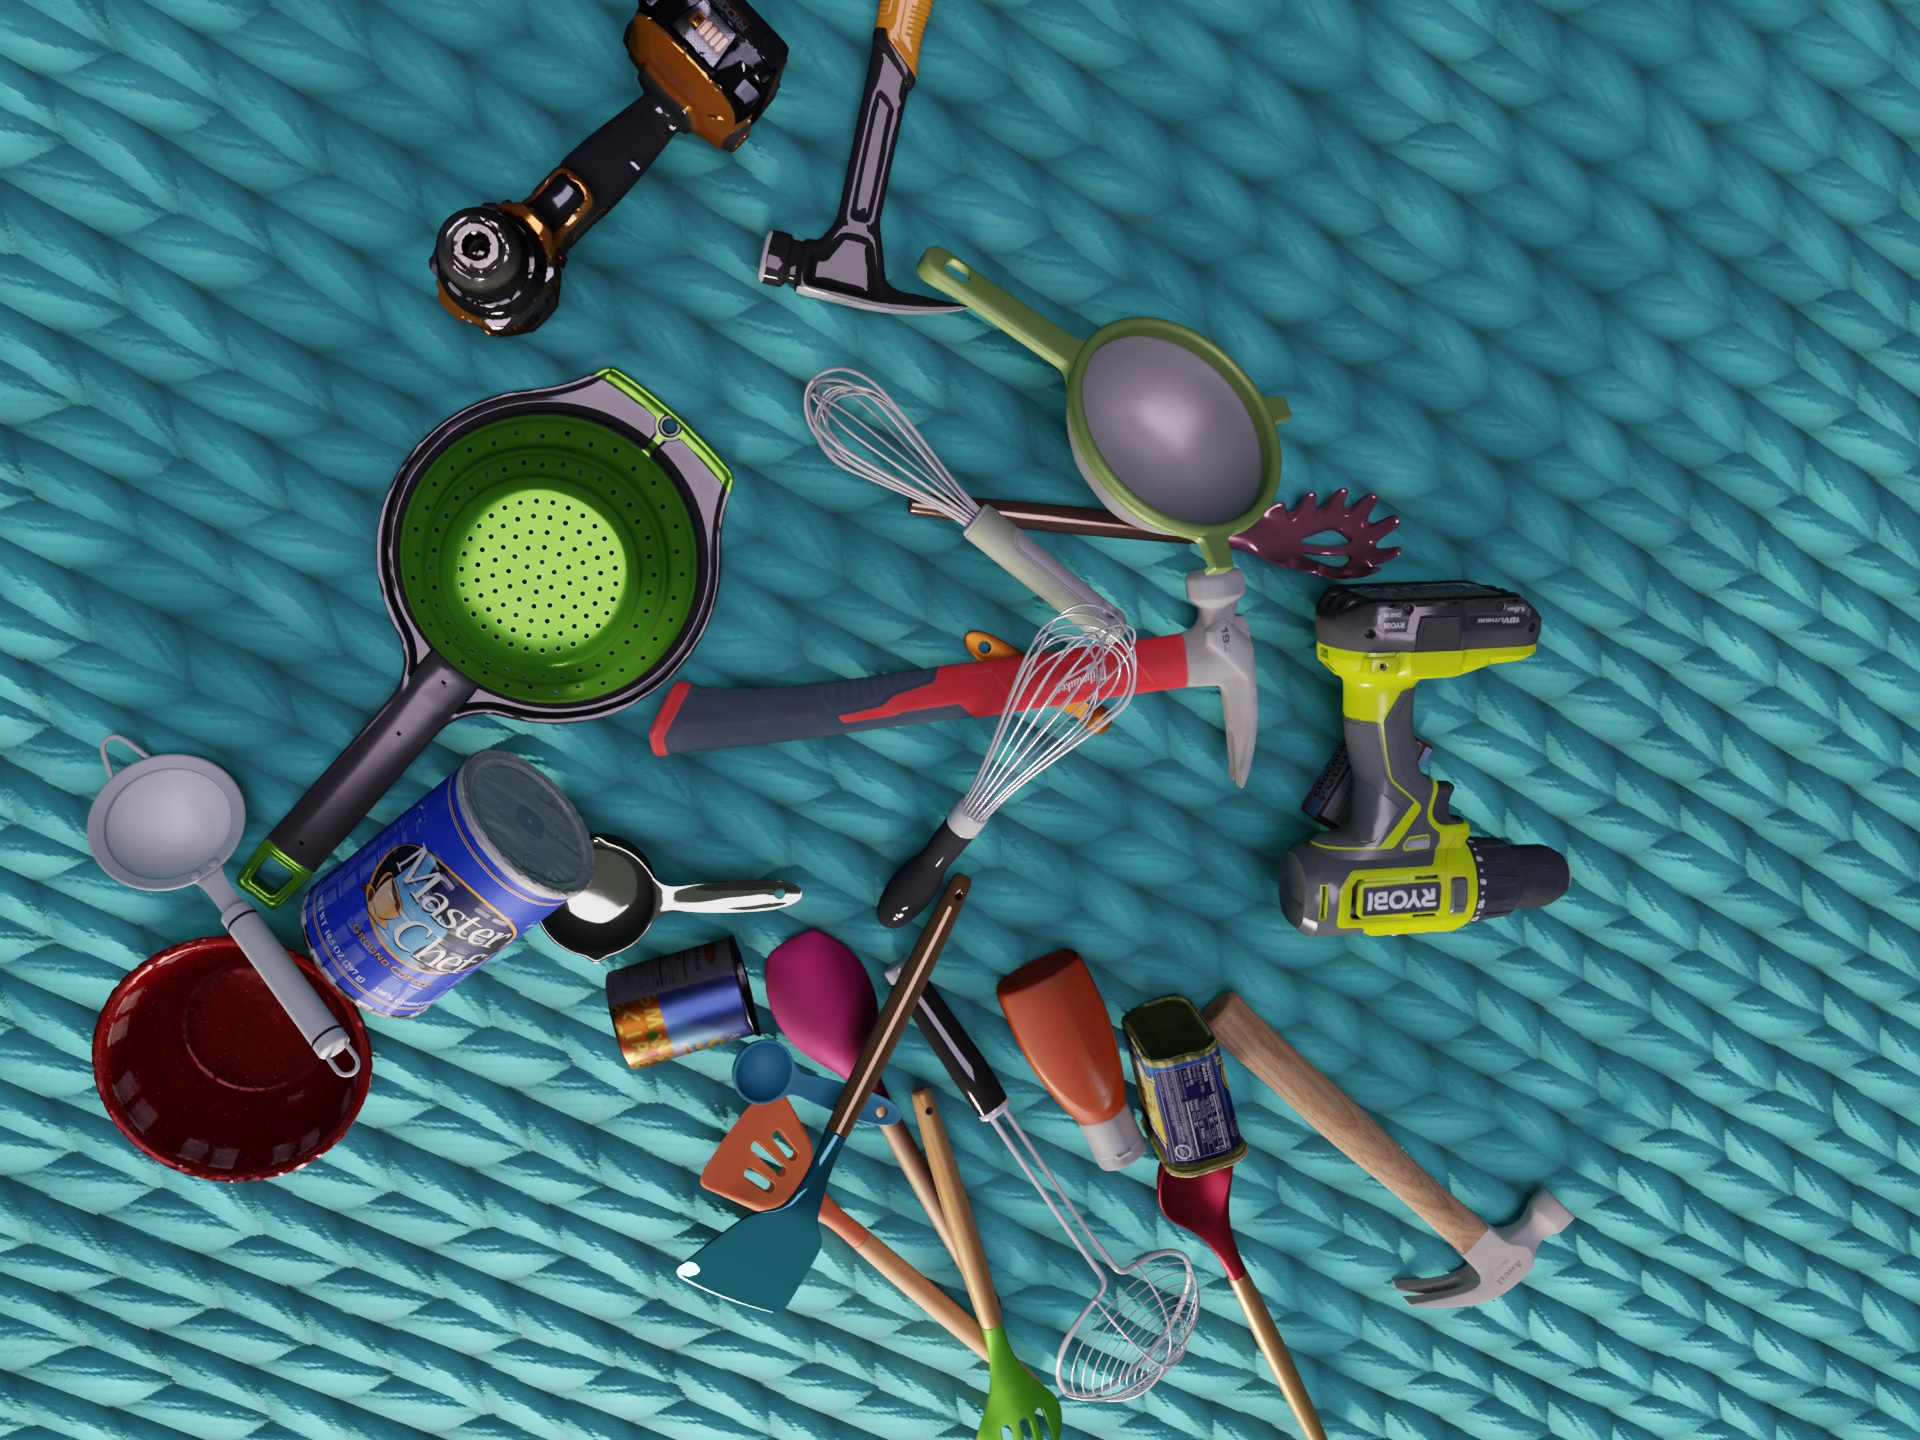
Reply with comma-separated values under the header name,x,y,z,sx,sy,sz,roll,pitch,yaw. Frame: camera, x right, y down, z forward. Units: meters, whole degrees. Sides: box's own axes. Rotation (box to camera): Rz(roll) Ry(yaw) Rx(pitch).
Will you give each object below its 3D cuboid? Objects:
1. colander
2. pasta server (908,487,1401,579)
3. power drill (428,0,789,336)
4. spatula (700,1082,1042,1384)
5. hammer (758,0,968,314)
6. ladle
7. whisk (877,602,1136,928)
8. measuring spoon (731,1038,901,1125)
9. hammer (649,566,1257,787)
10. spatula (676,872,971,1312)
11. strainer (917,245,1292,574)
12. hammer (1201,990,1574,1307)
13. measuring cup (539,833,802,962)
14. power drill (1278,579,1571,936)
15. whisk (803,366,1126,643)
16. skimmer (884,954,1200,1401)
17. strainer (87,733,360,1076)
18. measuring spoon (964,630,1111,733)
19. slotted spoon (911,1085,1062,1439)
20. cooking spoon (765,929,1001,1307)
name,x,y,z,sx,sy,sz,roll,pitch,yaw
colander,-0.298,-0.030,0.941,0.204,0.094,0.397,41,93,-15
pasta server,0.125,-0.126,1.018,0.316,0.040,0.060,5,73,-8
power drill,-0.196,-0.300,0.854,0.084,0.185,0.226,44,90,-14
spatula,-0.049,0.375,1.100,0.322,0.041,0.081,45,68,-17
hammer,-0.026,-0.411,0.932,0.127,0.034,0.337,11,101,-10
ladle,0.213,0.422,1.160,0.069,0.031,0.315,-32,109,-21
whisk,0.021,0.040,0.983,0.070,0.070,0.284,27,124,-14
measuring spoon,-0.096,0.244,1.056,0.128,0.021,0.042,26,80,-26
hammer,-0.002,-0.003,1.017,0.386,0.038,0.143,-8,102,-5
spatula,-0.074,0.241,1.038,0.082,0.044,0.317,30,84,-22
strainer,0.074,-0.194,0.968,0.256,0.069,0.152,32,58,-11
hammer,0.293,0.309,1.146,0.331,0.031,0.130,42,93,-15
measuring cup,-0.187,0.109,1.021,0.167,0.038,0.083,0,103,-11
power drill,0.309,0.028,1.031,0.190,0.080,0.228,-3,104,-8
whisk,0.004,-0.128,0.972,0.246,0.058,0.059,38,129,-4
skimmer,0.047,0.317,1.107,0.127,0.090,0.363,-35,95,-19
strainer,-0.430,0.111,0.937,0.087,0.050,0.258,-36,72,-24
measuring spoon,0.052,-0.025,1.042,0.117,0.011,0.021,32,96,-14
slotted spoon,0.013,0.397,1.104,0.070,0.031,0.313,-20,102,-22
cooking spoon,-0.044,0.282,1.091,0.069,0.017,0.318,-28,106,-7
